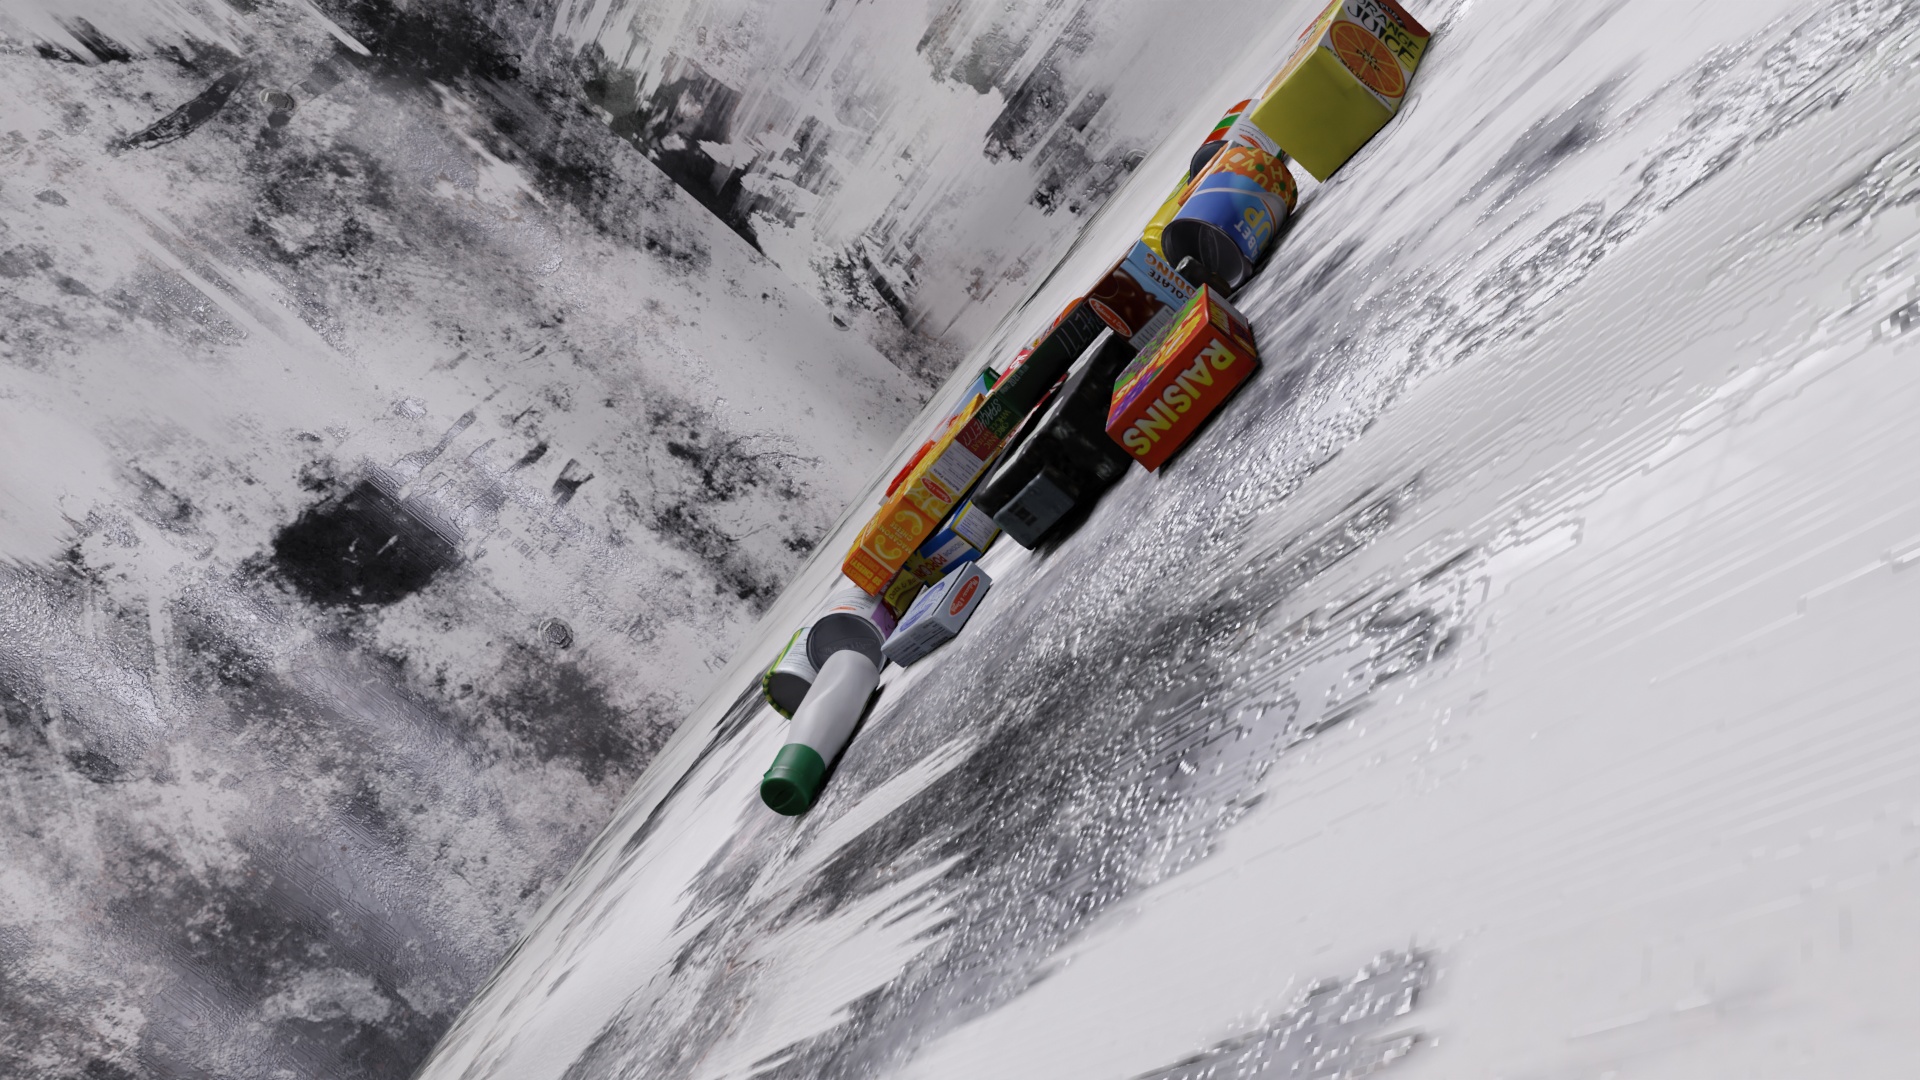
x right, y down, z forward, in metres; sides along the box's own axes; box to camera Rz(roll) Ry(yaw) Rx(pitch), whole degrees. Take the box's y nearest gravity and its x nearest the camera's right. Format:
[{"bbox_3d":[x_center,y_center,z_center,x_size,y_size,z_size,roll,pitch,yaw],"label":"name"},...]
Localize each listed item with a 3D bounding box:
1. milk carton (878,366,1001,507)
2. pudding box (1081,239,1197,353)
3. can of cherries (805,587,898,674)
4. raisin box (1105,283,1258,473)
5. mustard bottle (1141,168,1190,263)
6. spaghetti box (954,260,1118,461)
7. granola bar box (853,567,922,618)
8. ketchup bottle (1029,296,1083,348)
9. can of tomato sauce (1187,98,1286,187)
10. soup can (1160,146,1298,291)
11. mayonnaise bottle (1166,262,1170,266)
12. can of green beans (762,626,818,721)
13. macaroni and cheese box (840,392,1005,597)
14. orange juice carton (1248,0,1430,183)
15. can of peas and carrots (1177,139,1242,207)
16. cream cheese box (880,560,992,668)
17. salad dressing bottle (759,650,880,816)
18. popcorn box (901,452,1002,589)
[{"bbox_3d":[-0.006,-0.085,1.463,0.191,0.072,0.073,-52,7,-24],"label":"milk carton"},{"bbox_3d":[0.127,-0.147,0.893,0.049,0.083,0.030,-44,9,46],"label":"pudding box"},{"bbox_3d":[-0.088,0.081,1.143,0.071,0.071,0.058,-48,7,20],"label":"can of cherries"},{"bbox_3d":[0.128,-0.097,0.808,0.086,0.040,0.124,-47,6,20],"label":"raisin box"},{"bbox_3d":[0.214,-0.310,1.336,0.161,0.049,0.065,-53,6,-22],"label":"mustard bottle"},{"bbox_3d":[0.069,-0.135,0.992,0.050,0.028,0.251,-46,3,41],"label":"spaghetti box"},{"bbox_3d":[-0.065,0.035,1.337,0.123,0.039,0.166,-43,11,45],"label":"granola bar box"},{"bbox_3d":[0.100,-0.211,1.565,0.148,0.043,0.065,-42,11,52],"label":"ketchup bottle"},{"bbox_3d":[0.245,-0.337,1.216,0.071,0.071,0.083,-42,10,50],"label":"can of tomato sauce"},{"bbox_3d":[0.193,-0.225,0.978,0.084,0.071,0.071,-53,7,-25],"label":"soup can"},{"bbox_3d":[0.187,-0.217,1.054,0.148,0.041,0.065,-51,5,2],"label":"mayonnaise bottle"},{"bbox_3d":[-0.130,0.118,1.202,0.071,0.071,0.058,-44,10,43],"label":"can of green beans"},{"bbox_3d":[-0.028,-0.041,1.169,0.166,0.040,0.124,-48,7,15],"label":"macaroni and cheese box"},{"bbox_3d":[0.281,-0.346,1.008,0.072,0.072,0.194,-43,10,46],"label":"orange juice carton"},{"bbox_3d":[0.214,-0.274,1.107,0.071,0.058,0.071,-49,7,8],"label":"can of peas and carrots"},{"bbox_3d":[-0.019,0.055,1.002,0.053,0.024,0.103,-54,8,-30],"label":"cream cheese box"},{"bbox_3d":[-0.103,0.140,1.019,0.064,0.044,0.148,-43,11,34],"label":"salad dressing bottle"},{"bbox_3d":[0.004,-0.015,1.165,0.085,0.038,0.126,-55,8,-26],"label":"popcorn box"}]
